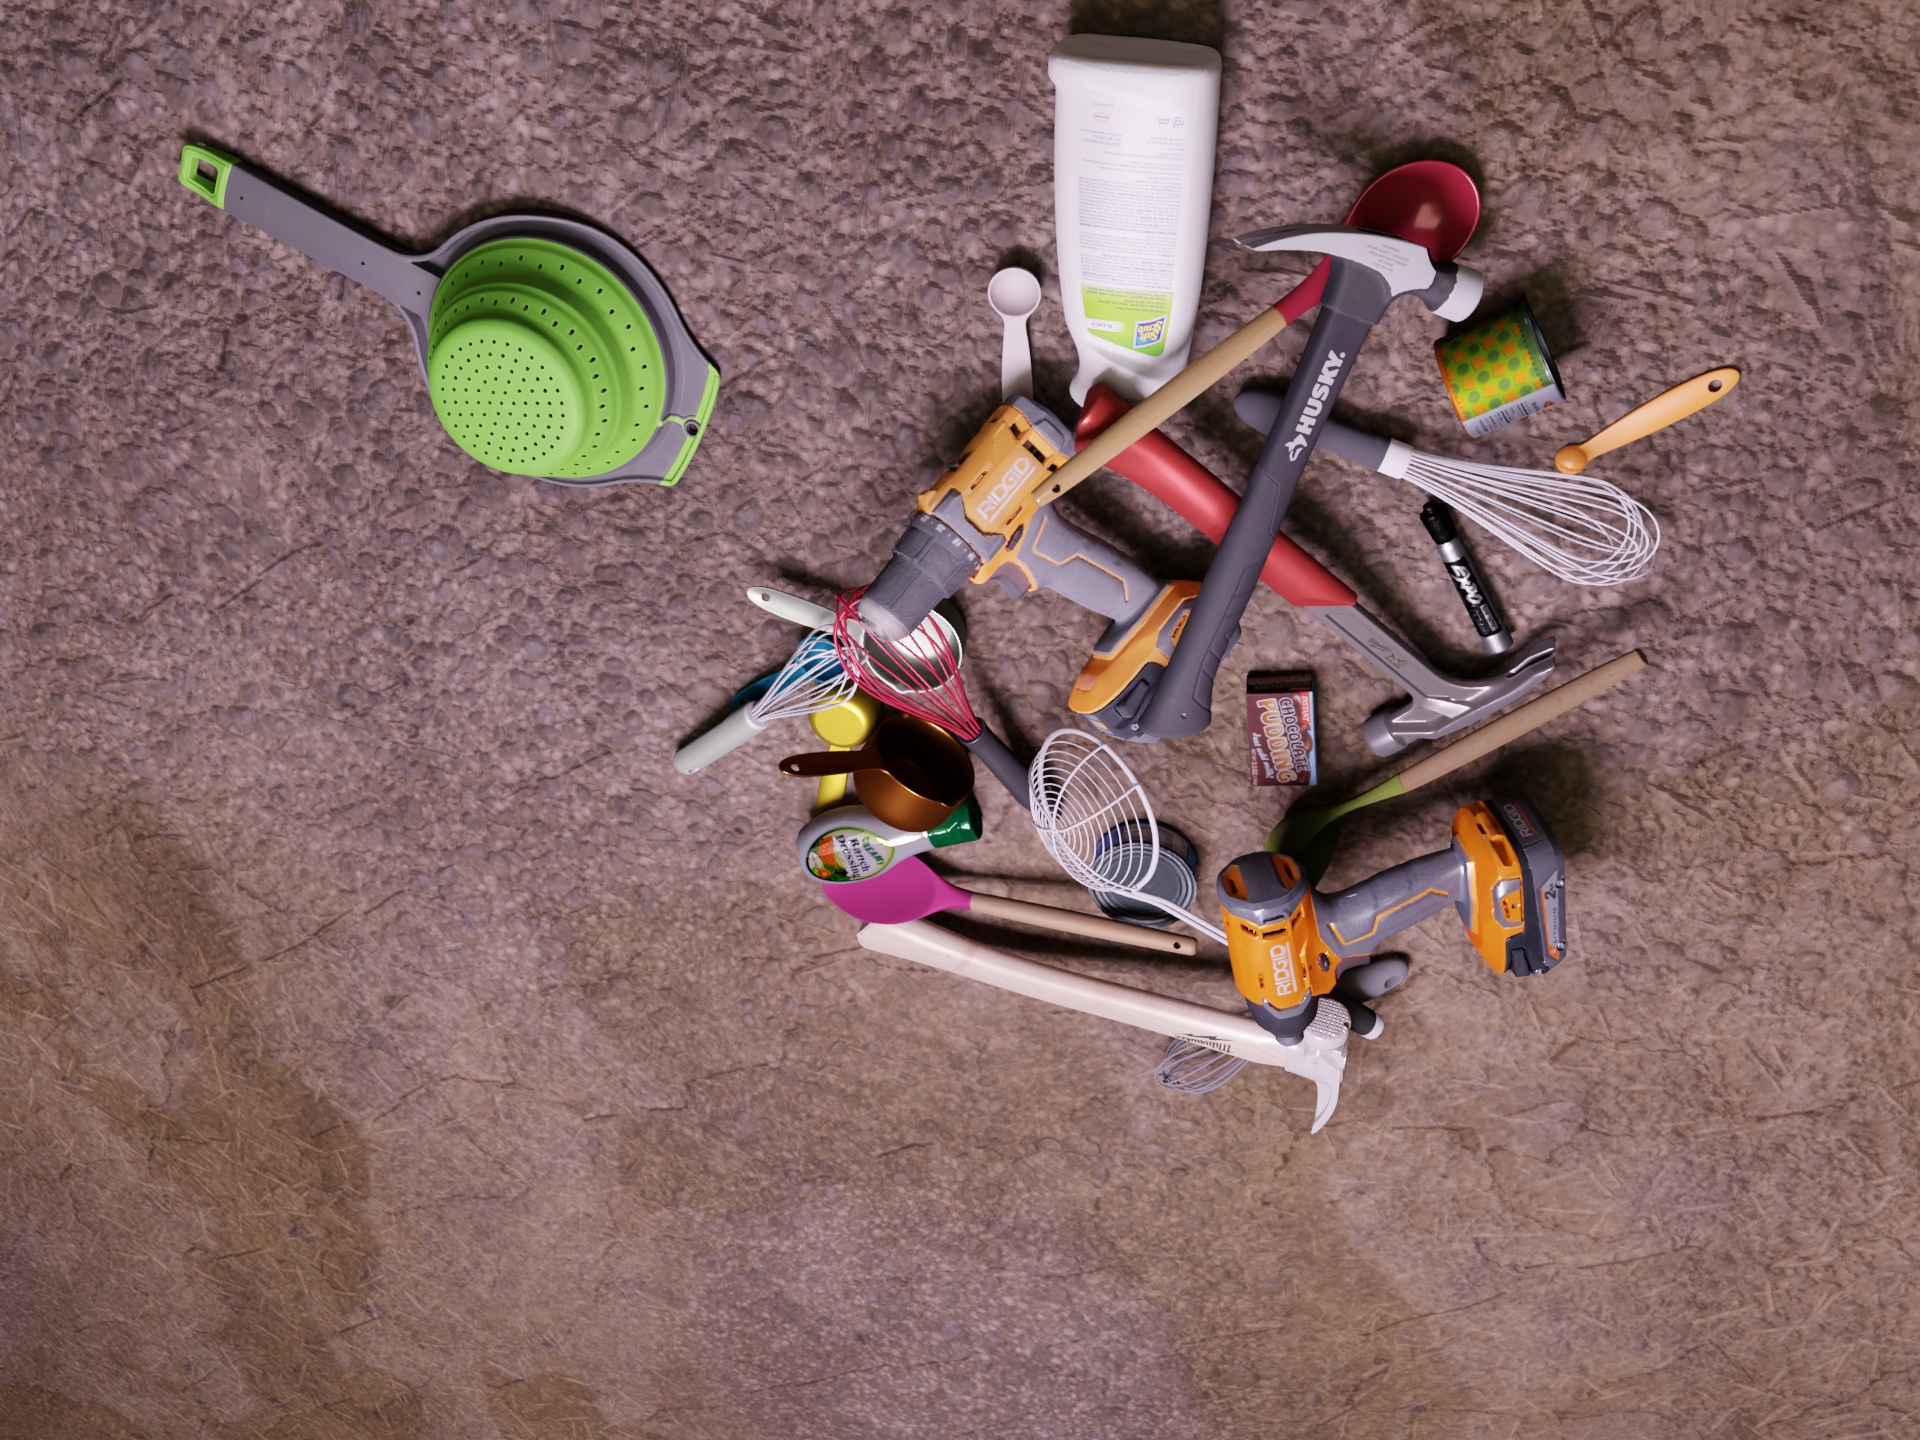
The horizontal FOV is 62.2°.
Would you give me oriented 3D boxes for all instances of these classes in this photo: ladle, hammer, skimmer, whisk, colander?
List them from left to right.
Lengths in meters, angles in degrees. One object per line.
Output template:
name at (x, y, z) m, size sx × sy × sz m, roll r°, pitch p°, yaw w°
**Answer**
colander at (-0.366, -0.274, 1.084) m, size 0.397 × 0.095 × 0.204 m, roll 28°, pitch 125°, yaw -5°
whisk at (-0.152, -0.008, 1.219) m, size 0.246 × 0.057 × 0.059 m, roll -29°, pitch 79°, yaw 43°
whisk at (-0.002, -0.004, 1.158) m, size 0.073 × 0.073 × 0.295 m, roll -20°, pitch 137°, yaw 25°
hammer at (0.108, 0.229, 1.293) m, size 0.411 × 0.038 × 0.146 m, roll 13°, pitch 140°, yaw 20°
skimmer at (0.198, 0.130, 1.203) m, size 0.363 × 0.090 × 0.127 m, roll 32°, pitch 158°, yaw -23°
ladle at (0.172, -0.227, 0.960) m, size 0.315 × 0.031 × 0.069 m, roll -36°, pitch 111°, yaw 6°
hammer at (0.183, -0.137, 0.973) m, size 0.146 × 0.035 × 0.334 m, roll 14°, pitch 112°, yaw -17°
whisk at (0.262, 0.251, 1.311) m, size 0.239 × 0.055 × 0.055 m, roll -31°, pitch 111°, yaw 24°
hammer at (0.221, -0.105, 1.045) m, size 0.358 × 0.037 × 0.149 m, roll 35°, pitch 136°, yaw -20°
whisk at (0.311, -0.158, 1.023) m, size 0.284 × 0.070 × 0.070 m, roll 22°, pitch 126°, yaw 5°
ladle at (0.341, 0.042, 1.117) m, size 0.320 × 0.078 × 0.062 m, roll -35°, pitch 79°, yaw 38°

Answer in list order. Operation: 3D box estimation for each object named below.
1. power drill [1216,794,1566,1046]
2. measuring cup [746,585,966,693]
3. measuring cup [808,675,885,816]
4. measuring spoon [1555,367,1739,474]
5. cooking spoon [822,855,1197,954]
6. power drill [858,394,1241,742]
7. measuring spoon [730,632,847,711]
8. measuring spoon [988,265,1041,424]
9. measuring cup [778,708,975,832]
power drill at (0.301, 0.149, 1.120) m, size 0.226 × 0.084 × 0.164 m, roll -14°, pitch 124°, yaw 2°
measuring cup at (-0.075, -0.076, 1.181) m, size 0.167 × 0.038 × 0.083 m, roll 19°, pitch 126°, yaw 3°
measuring cup at (-0.100, 0.034, 1.264) m, size 0.062 × 0.029 × 0.156 m, roll 16°, pitch 126°, yaw 3°
measuring spoon at (0.429, -0.186, 0.996) m, size 0.117 × 0.011 × 0.021 m, roll -29°, pitch 113°, yaw 28°
cooking spoon at (0.034, 0.151, 1.281) m, size 0.319 × 0.017 × 0.069 m, roll 9°, pitch 94°, yaw 20°
power drill at (0.057, -0.078, 1.069) m, size 0.226 × 0.084 × 0.185 m, roll 42°, pitch 82°, yaw -18°
measuring spoon at (-0.134, -0.036, 1.238) m, size 0.128 × 0.021 × 0.042 m, roll -26°, pitch 111°, yaw 37°
measuring spoon at (0.038, -0.245, 1.056) m, size 0.034 × 0.018 × 0.124 m, roll 2°, pitch 130°, yaw 7°
measuring cup at (-0.071, 0.045, 1.193) m, size 0.173 × 0.095 × 0.052 m, roll -2°, pitch 142°, yaw -39°
